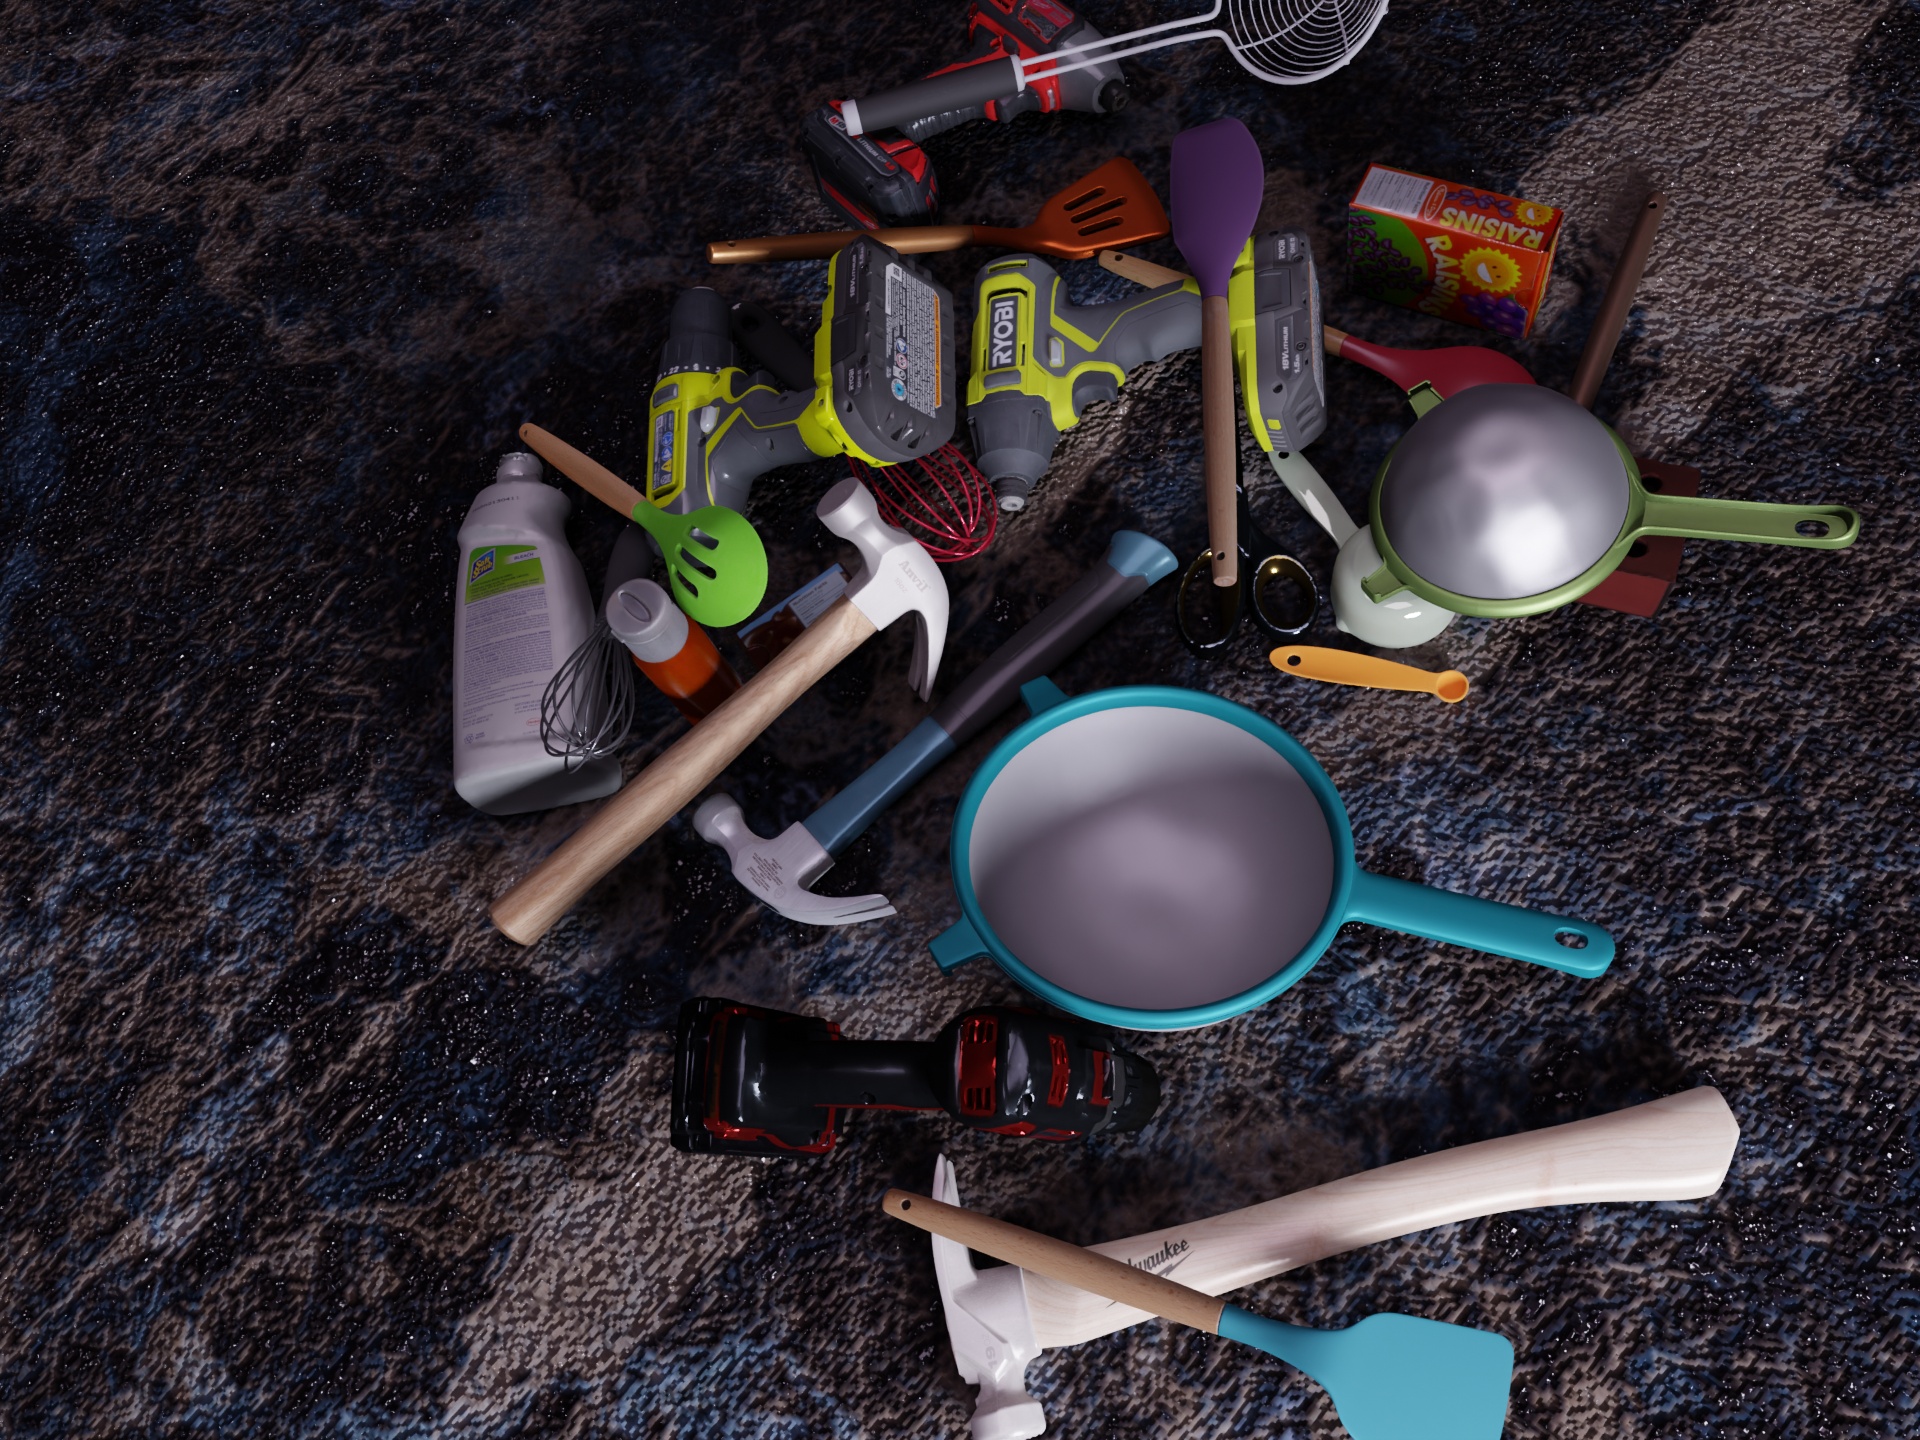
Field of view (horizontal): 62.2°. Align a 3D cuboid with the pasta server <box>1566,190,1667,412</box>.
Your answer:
[{"bbox_3d":[0.384,-0.207,0.977,0.060,0.040,0.316,19,71,22],"label":"pasta server"}]

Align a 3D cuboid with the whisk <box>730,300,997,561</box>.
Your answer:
[{"bbox_3d":[-0.075,-0.200,1.060,0.073,0.073,0.296,-39,59,-6],"label":"whisk"}]

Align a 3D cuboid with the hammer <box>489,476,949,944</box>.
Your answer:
[{"bbox_3d":[-0.141,0.014,0.927,0.331,0.130,0.031,-42,32,3],"label":"hammer"}]

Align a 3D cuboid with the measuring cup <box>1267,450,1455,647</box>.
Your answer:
[{"bbox_3d":[0.238,-0.120,0.968,0.083,0.038,0.168,-32,67,-3],"label":"measuring cup"}]

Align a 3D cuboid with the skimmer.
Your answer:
[{"bbox_3d":[0.096,-0.450,1.040,0.363,0.090,0.127,-14,94,2],"label":"skimmer"}]

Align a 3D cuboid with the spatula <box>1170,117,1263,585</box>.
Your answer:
[{"bbox_3d":[0.153,-0.226,0.940,0.060,0.018,0.316,-8,68,25],"label":"spatula"}]

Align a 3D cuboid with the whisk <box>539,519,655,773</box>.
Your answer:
[{"bbox_3d":[-0.218,-0.055,0.993,0.055,0.055,0.239,-8,40,8],"label":"whisk"}]

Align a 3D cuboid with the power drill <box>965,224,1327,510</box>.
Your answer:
[{"bbox_3d":[0.114,-0.223,1.010,0.223,0.080,0.171,-4,70,20],"label":"power drill"}]

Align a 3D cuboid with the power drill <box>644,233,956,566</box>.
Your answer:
[{"bbox_3d":[-0.114,-0.216,1.012,0.228,0.080,0.191,-14,68,38],"label":"power drill"}]

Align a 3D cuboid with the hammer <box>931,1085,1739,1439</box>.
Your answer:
[{"bbox_3d":[0.188,0.249,0.823,0.410,0.038,0.146,-16,64,4],"label":"hammer"}]

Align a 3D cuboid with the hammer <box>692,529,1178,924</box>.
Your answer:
[{"bbox_3d":[-0.002,-0.003,0.971,0.331,0.033,0.128,-41,65,-7],"label":"hammer"}]

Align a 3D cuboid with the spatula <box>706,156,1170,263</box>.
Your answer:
[{"bbox_3d":[-0.013,-0.331,1.069,0.322,0.041,0.081,-12,62,-24],"label":"spatula"}]

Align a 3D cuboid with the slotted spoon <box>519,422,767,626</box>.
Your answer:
[{"bbox_3d":[-0.217,-0.141,1.023,0.314,0.031,0.070,35,108,44],"label":"slotted spoon"}]

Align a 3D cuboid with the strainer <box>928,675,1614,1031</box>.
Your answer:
[{"bbox_3d":[0.163,0.102,0.855,0.340,0.095,0.211,12,55,12],"label":"strainer"}]

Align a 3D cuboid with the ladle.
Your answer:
[{"bbox_3d":[0.227,-0.253,1.036,0.315,0.031,0.069,27,75,22],"label":"ladle"}]

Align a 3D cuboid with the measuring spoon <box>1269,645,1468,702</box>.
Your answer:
[{"bbox_3d":[0.242,-0.027,0.946,0.117,0.011,0.021,11,71,20],"label":"measuring spoon"}]

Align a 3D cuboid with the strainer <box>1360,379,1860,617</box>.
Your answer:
[{"bbox_3d":[0.352,-0.130,0.873,0.256,0.069,0.151,9,68,25],"label":"strainer"}]

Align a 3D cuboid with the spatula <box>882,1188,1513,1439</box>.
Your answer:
[{"bbox_3d":[0.106,0.291,0.788,0.317,0.044,0.082,13,68,22],"label":"spatula"}]

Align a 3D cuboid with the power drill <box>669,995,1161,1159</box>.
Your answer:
[{"bbox_3d":[-0.017,0.190,0.835,0.227,0.187,0.080,-8,71,28],"label":"power drill"}]

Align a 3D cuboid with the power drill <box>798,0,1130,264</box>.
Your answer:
[{"bbox_3d":[0.008,-0.430,1.131,0.219,0.078,0.143,-40,66,-10],"label":"power drill"}]
